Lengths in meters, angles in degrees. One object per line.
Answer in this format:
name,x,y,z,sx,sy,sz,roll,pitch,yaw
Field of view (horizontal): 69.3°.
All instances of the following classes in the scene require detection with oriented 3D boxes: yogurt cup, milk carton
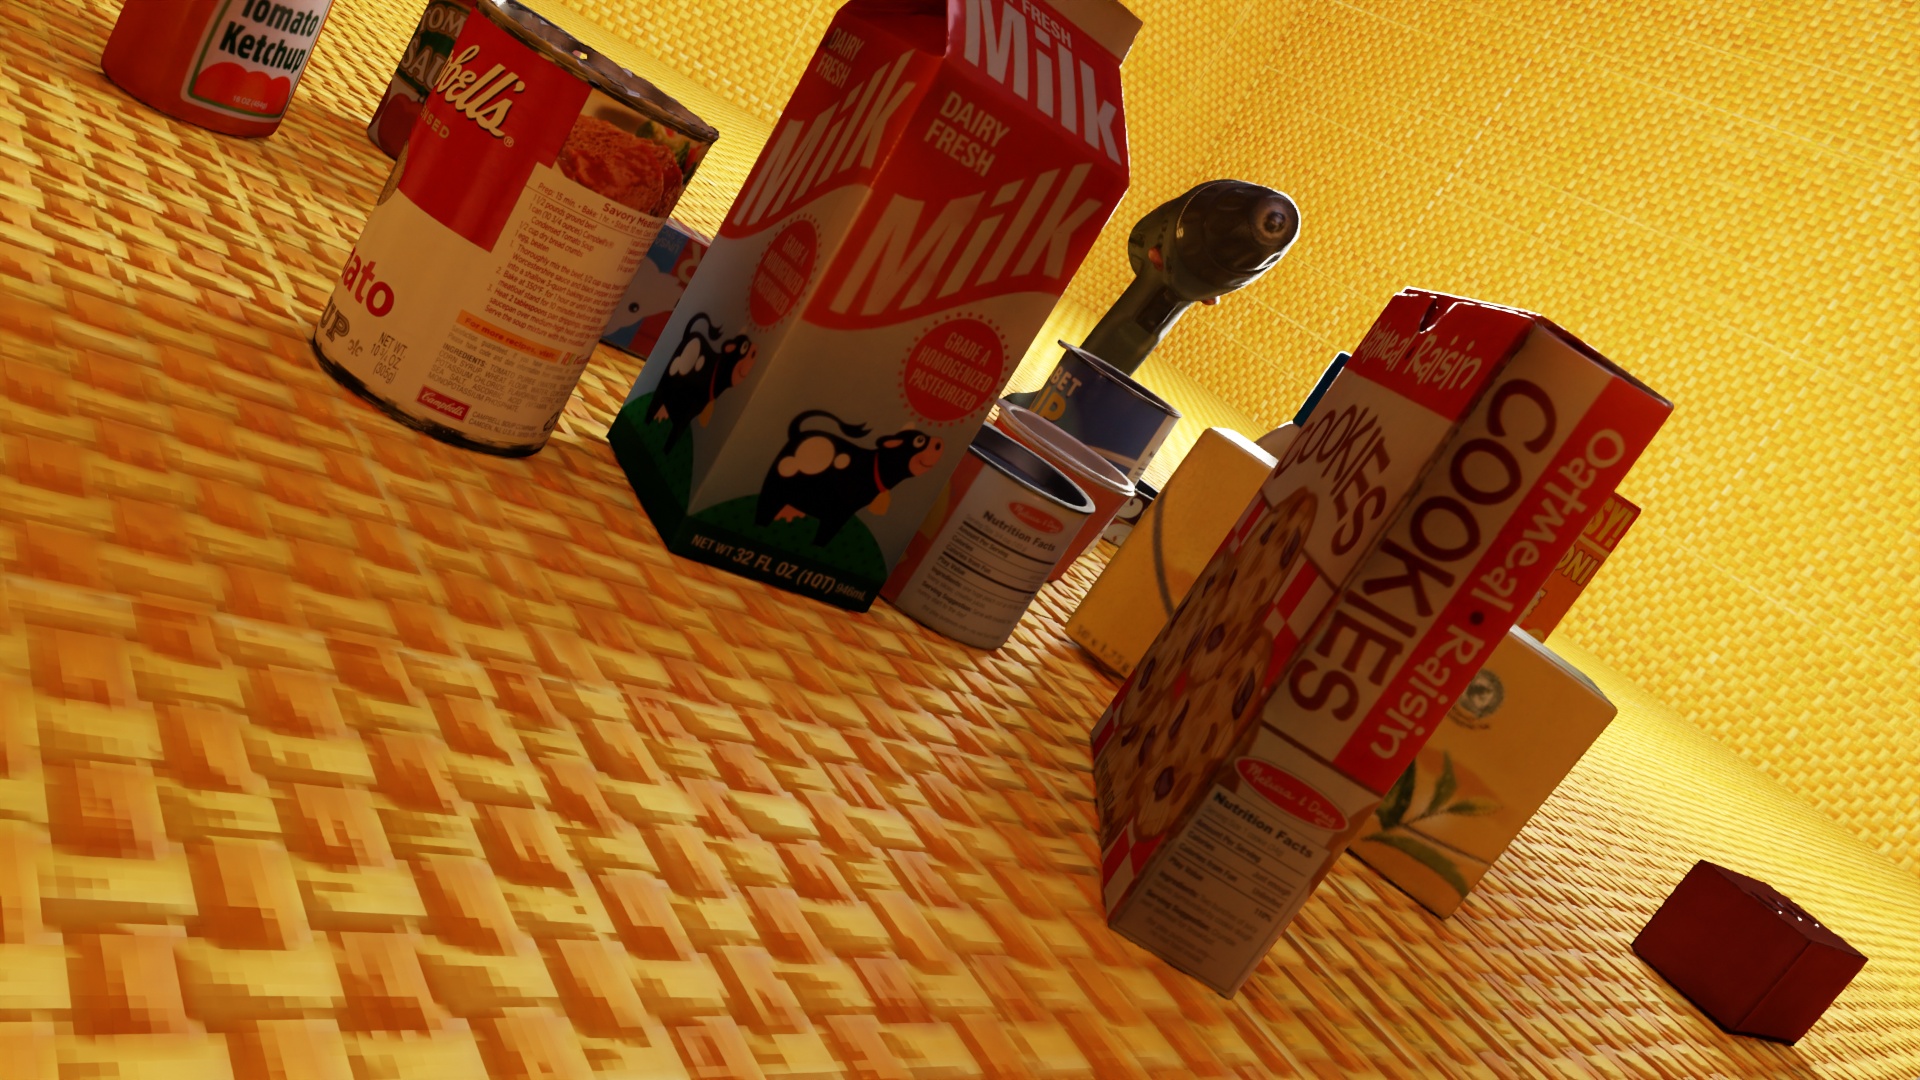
yogurt cup,0.033,-0.019,0.598,0.072,0.054,0.072,31,13,-8
milk carton,-0.021,-0.082,0.402,0.072,0.190,0.074,23,16,-38

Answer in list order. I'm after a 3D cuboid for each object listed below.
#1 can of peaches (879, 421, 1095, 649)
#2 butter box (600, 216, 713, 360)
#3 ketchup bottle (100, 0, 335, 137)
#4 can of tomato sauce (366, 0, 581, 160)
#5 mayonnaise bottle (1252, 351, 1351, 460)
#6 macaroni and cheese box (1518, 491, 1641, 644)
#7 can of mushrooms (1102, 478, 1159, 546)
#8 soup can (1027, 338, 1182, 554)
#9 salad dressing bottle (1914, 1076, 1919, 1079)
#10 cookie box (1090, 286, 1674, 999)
can of peaches,0.002,-0.006,0.469,0.071,0.058,0.071,31,13,-8
butter box,-0.109,-0.094,0.548,0.103,0.053,0.024,21,17,-40
ketchup bottle,-0.237,-0.215,0.479,0.043,0.148,0.065,34,13,7
can of tomato sauce,-0.219,-0.203,0.624,0.071,0.083,0.071,31,13,-8
mayonnaise bottle,0.141,-0.013,0.617,0.065,0.147,0.041,35,13,11
macaroni and cheese box,0.261,0.023,0.724,0.123,0.166,0.040,25,15,-31
can of mushrooms,0.081,-0.025,0.778,0.071,0.033,0.071,31,13,-8
soup can,0.057,-0.046,0.686,0.071,0.083,0.071,31,13,-8
salad dressing bottle,0.217,0.127,0.283,0.064,0.147,0.044,25,15,-31
cookie box,0.095,0.016,0.365,0.040,0.167,0.123,32,13,-4
